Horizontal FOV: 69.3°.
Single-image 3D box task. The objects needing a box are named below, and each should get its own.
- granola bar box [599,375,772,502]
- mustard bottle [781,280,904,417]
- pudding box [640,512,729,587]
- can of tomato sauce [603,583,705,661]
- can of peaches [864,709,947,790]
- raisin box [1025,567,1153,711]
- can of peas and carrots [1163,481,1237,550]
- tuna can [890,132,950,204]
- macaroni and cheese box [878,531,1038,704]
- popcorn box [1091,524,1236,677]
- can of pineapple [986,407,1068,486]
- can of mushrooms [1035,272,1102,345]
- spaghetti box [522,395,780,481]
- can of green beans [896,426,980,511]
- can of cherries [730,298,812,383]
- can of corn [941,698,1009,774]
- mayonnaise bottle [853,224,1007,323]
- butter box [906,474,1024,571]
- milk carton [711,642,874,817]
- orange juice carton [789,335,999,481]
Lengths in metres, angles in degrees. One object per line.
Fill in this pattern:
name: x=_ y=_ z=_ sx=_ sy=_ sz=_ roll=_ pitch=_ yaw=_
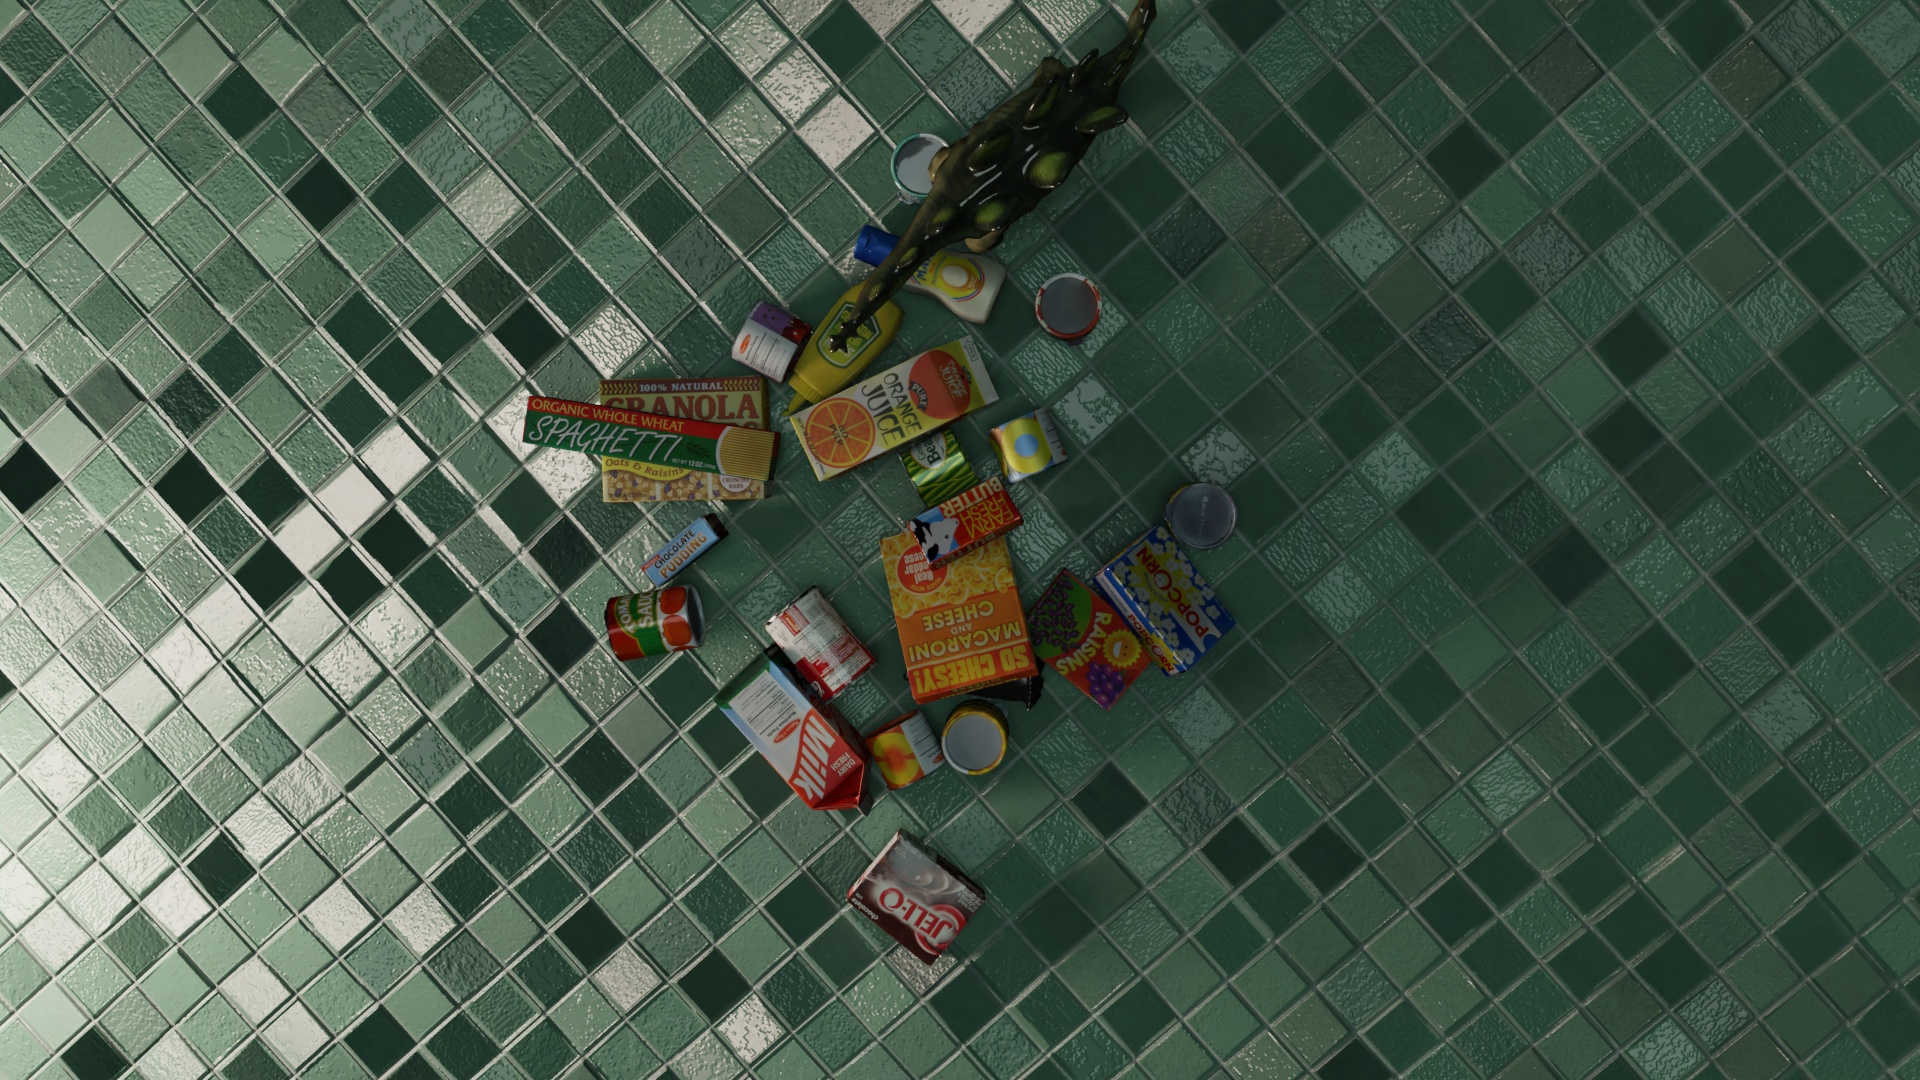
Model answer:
granola bar box: x=-0.276 y=-0.102 z=1.398 sx=0.166 sy=0.039 sz=0.124 roll=-1 pitch=93 yaw=3
mustard bottle: x=-0.124 y=-0.182 z=1.381 sx=0.065 sy=0.049 sz=0.160 roll=40 pitch=94 yaw=2
pudding box: x=-0.277 y=0.009 z=1.399 sx=0.083 sy=0.050 sz=0.030 roll=-38 pitch=92 yaw=4
can of tomato sauce: x=-0.306 y=0.081 z=1.394 sx=0.083 sy=0.071 sz=0.071 roll=-10 pitch=93 yaw=3
can of peaches: x=-0.057 y=0.210 z=1.391 sx=0.071 sy=0.071 sz=0.058 roll=-26 pitch=92 yaw=4
raisin box: x=0.126 y=0.098 z=1.388 sx=0.123 sy=0.040 sz=0.086 roll=39 pitch=93 yaw=0
can of peas and carrots: x=0.233 y=-0.025 z=1.366 sx=0.071 sy=0.059 sz=0.071 roll=0 pitch=93 yaw=4
tuna can: x=-0.037 y=-0.366 z=1.375 sx=0.071 sy=0.033 sz=0.071 roll=0 pitch=93 yaw=3
macaroni and cheese box: x=-0.002 y=0.065 z=1.365 sx=0.124 sy=0.040 sz=0.167 roll=-15 pitch=71 yaw=4
popcorn box: x=0.200 y=0.059 z=1.363 sx=0.085 sy=0.038 sz=0.126 roll=-38 pitch=91 yaw=-32
can of pineapple: x=0.064 y=-0.092 z=1.368 sx=0.071 sy=0.071 sz=0.058 roll=-23 pitch=92 yaw=4
can of mushrooms: x=0.108 y=-0.229 z=1.375 sx=0.071 sy=0.033 sz=0.071 roll=0 pitch=93 yaw=2
spaghetti box: x=-0.305 y=-0.101 z=1.364 sx=0.250 sy=0.029 sz=0.050 roll=9 pitch=93 yaw=2
can of green beans: x=-0.020 y=-0.071 z=1.373 sx=0.058 sy=0.071 sz=0.071 roll=-29 pitch=91 yaw=4
can of cherries: x=-0.186 y=-0.198 z=1.375 sx=0.058 sy=0.071 sz=0.071 roll=27 pitch=94 yaw=-3
can of corn: x=0.017 y=0.195 z=1.389 sx=0.071 sy=0.058 sz=0.071 roll=0 pitch=94 yaw=3
mayonnaise bottle: x=-0.032 y=-0.269 z=1.375 sx=0.148 sy=0.041 sz=0.064 roll=22 pitch=91 yaw=1
butter box: x=0.005 y=-0.017 z=1.356 sx=0.103 sy=0.024 sz=0.053 roll=-27 pitch=69 yaw=-2
milk carton: x=-0.153 y=0.199 z=1.392 sx=0.073 sy=0.072 sz=0.190 roll=-42 pitch=89 yaw=5
orange juice carton: x=-0.062 y=-0.130 z=1.369 sx=0.193 sy=0.073 sz=0.072 roll=-25 pitch=92 yaw=4
